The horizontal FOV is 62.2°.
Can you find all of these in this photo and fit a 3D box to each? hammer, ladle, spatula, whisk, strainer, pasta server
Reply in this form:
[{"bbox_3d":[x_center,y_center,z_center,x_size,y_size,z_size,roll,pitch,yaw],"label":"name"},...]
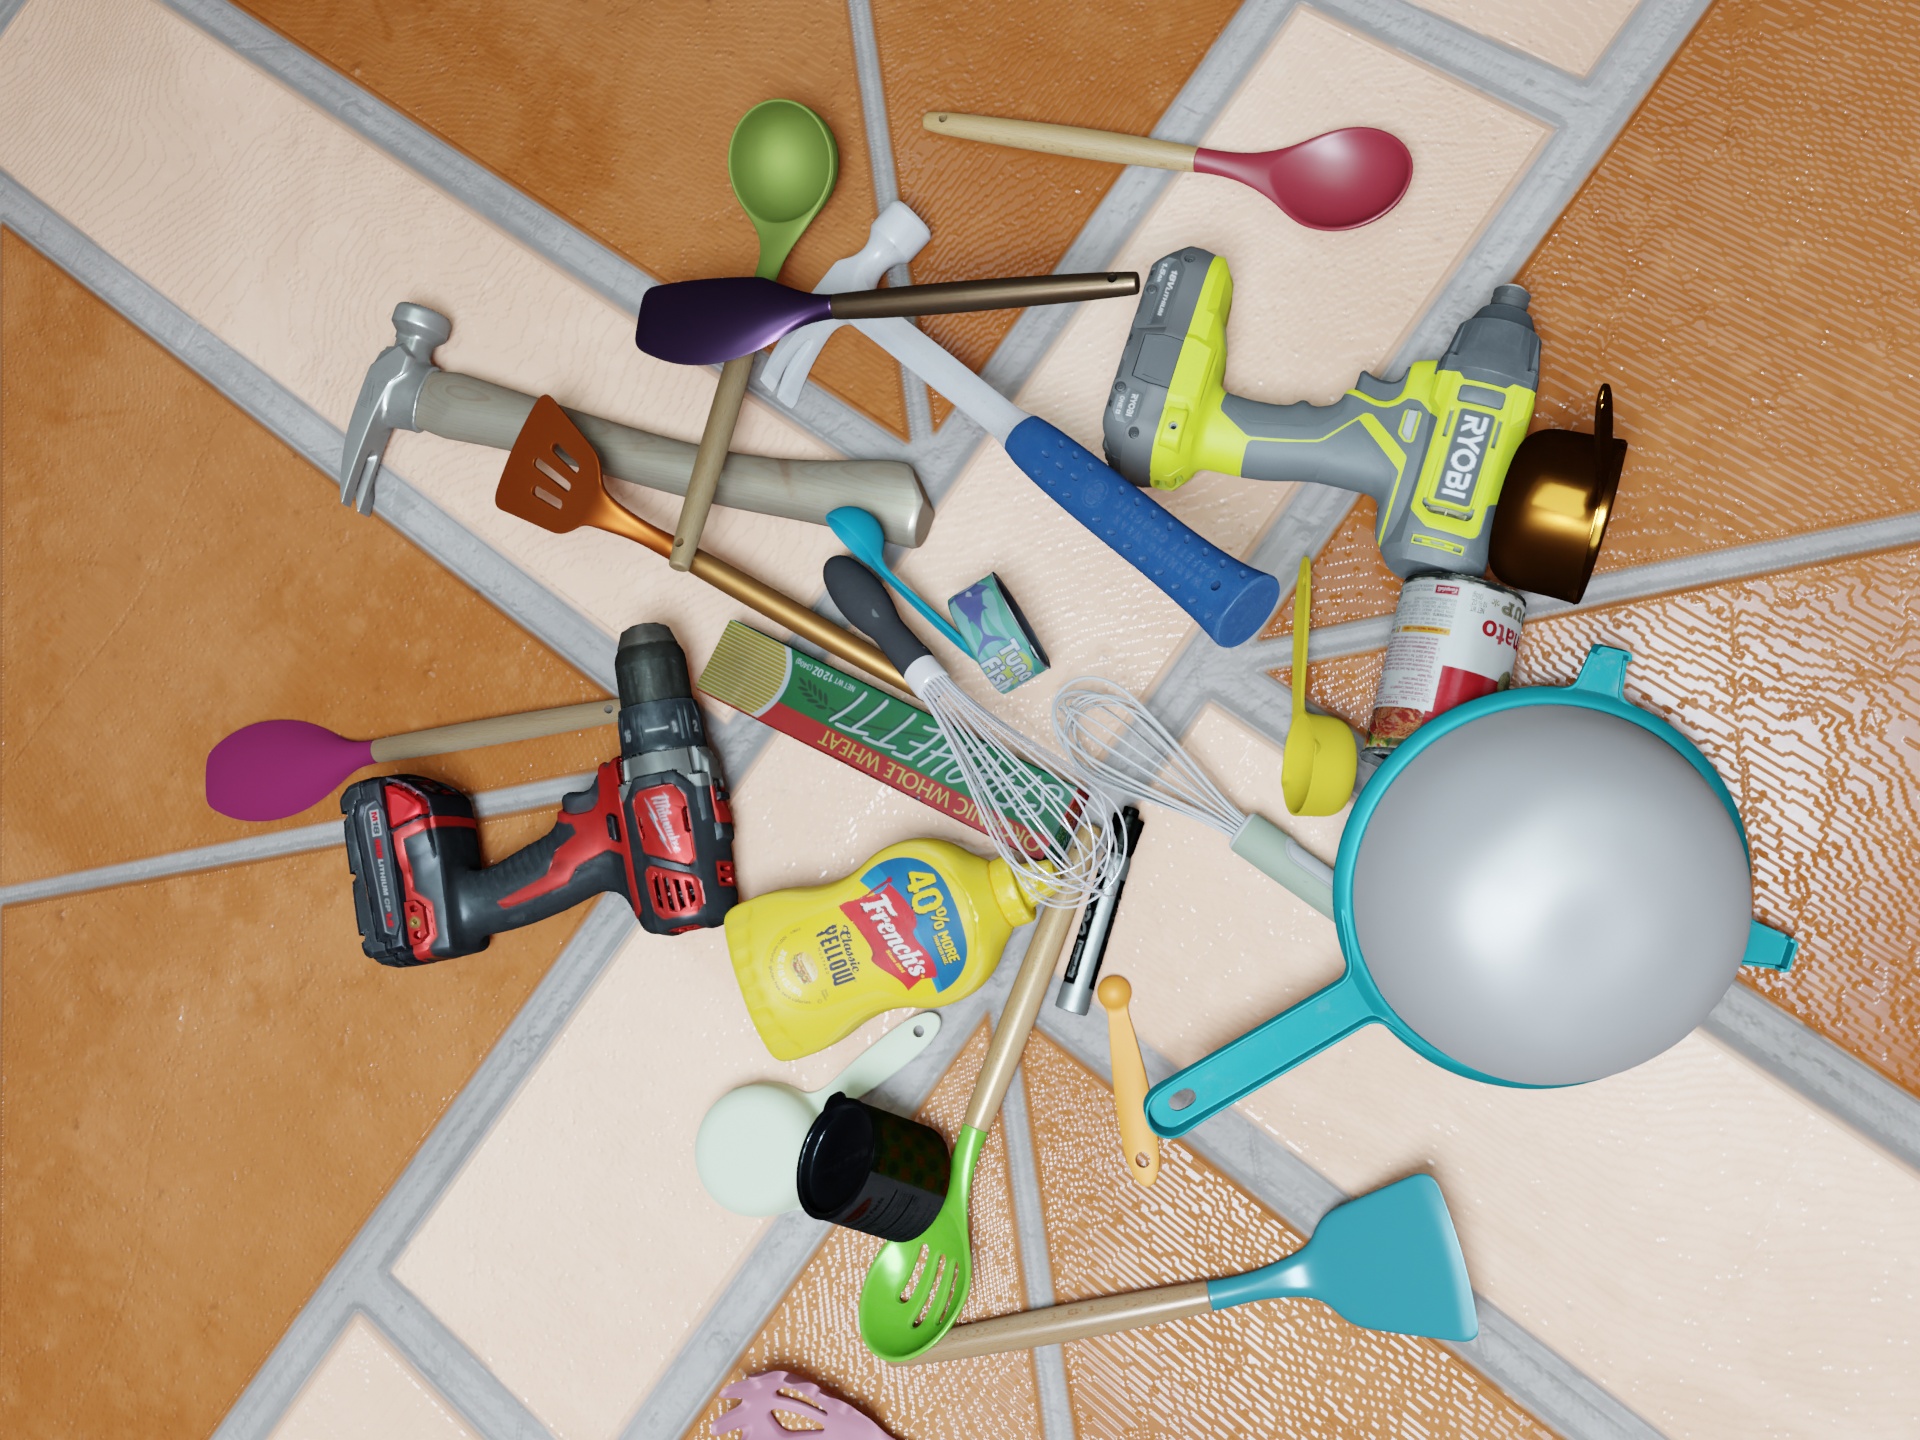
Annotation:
[{"bbox_3d":[-0.215,-0.163,1.028,0.411,0.038,0.146,15,85,17],"label":"hammer"},{"bbox_3d":[0.025,-0.162,0.901,0.144,0.035,0.406,-47,52,4],"label":"hammer"},{"bbox_3d":[-0.139,-0.243,0.987,0.078,0.062,0.320,4,70,24],"label":"ladle"},{"bbox_3d":[0.106,0.311,0.844,0.317,0.044,0.082,-16,78,12],"label":"spatula"},{"bbox_3d":[-0.001,-0.003,0.901,0.070,0.070,0.285,-41,59,4],"label":"whisk"},{"bbox_3d":[0.151,0.056,0.884,0.246,0.058,0.059,36,124,14],"label":"whisk"},{"bbox_3d":[0.242,0.125,0.781,0.340,0.095,0.211,-31,95,4],"label":"strainer"},{"bbox_3d":[-0.151,-0.094,0.982,0.322,0.041,0.081,30,103,6],"label":"spatula"},{"bbox_3d":[0.121,-0.350,0.983,0.315,0.031,0.069,16,81,19],"label":"ladle"},{"bbox_3d":[0.017,0.420,0.849,0.316,0.040,0.060,16,96,16],"label":"pasta server"},{"bbox_3d":[-0.051,-0.243,0.934,0.316,0.018,0.060,0,74,19],"label":"spatula"}]

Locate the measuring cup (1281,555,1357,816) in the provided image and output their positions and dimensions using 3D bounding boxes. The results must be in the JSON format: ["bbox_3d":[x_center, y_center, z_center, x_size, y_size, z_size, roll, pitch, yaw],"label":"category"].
[{"bbox_3d":[0.202,-0.021,0.889,0.029,0.062,0.157,7,68,-4],"label":"measuring cup"}]

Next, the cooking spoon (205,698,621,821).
[{"bbox_3d":[-0.359,0.016,1.038,0.319,0.017,0.069,-9,77,13],"label":"cooking spoon"}]

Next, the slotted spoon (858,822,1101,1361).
[{"bbox_3d":[0.020,0.205,0.895,0.070,0.031,0.314,14,79,45],"label":"slotted spoon"}]

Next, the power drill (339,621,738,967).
[{"bbox_3d":[-0.252,0.050,0.967,0.226,0.080,0.188,-12,83,9],"label":"power drill"}]

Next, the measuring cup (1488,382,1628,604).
[{"bbox_3d":[0.298,-0.124,0.798,0.052,0.173,0.095,17,76,25],"label":"measuring cup"}]

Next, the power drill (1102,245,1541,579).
[{"bbox_3d":[0.207,-0.184,0.903,0.223,0.080,0.171,17,84,13],"label":"power drill"}]

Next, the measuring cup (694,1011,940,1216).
[{"bbox_3d":[-0.082,0.220,0.913,0.167,0.038,0.083,-39,72,7],"label":"measuring cup"}]

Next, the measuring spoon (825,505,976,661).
[{"bbox_3d":[-0.028,-0.084,0.952,0.128,0.042,0.021,43,81,-5],"label":"measuring spoon"}]

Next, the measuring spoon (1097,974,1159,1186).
[{"bbox_3d":[0.094,0.200,0.886,0.021,0.011,0.117,-12,76,12],"label":"measuring spoon"}]
